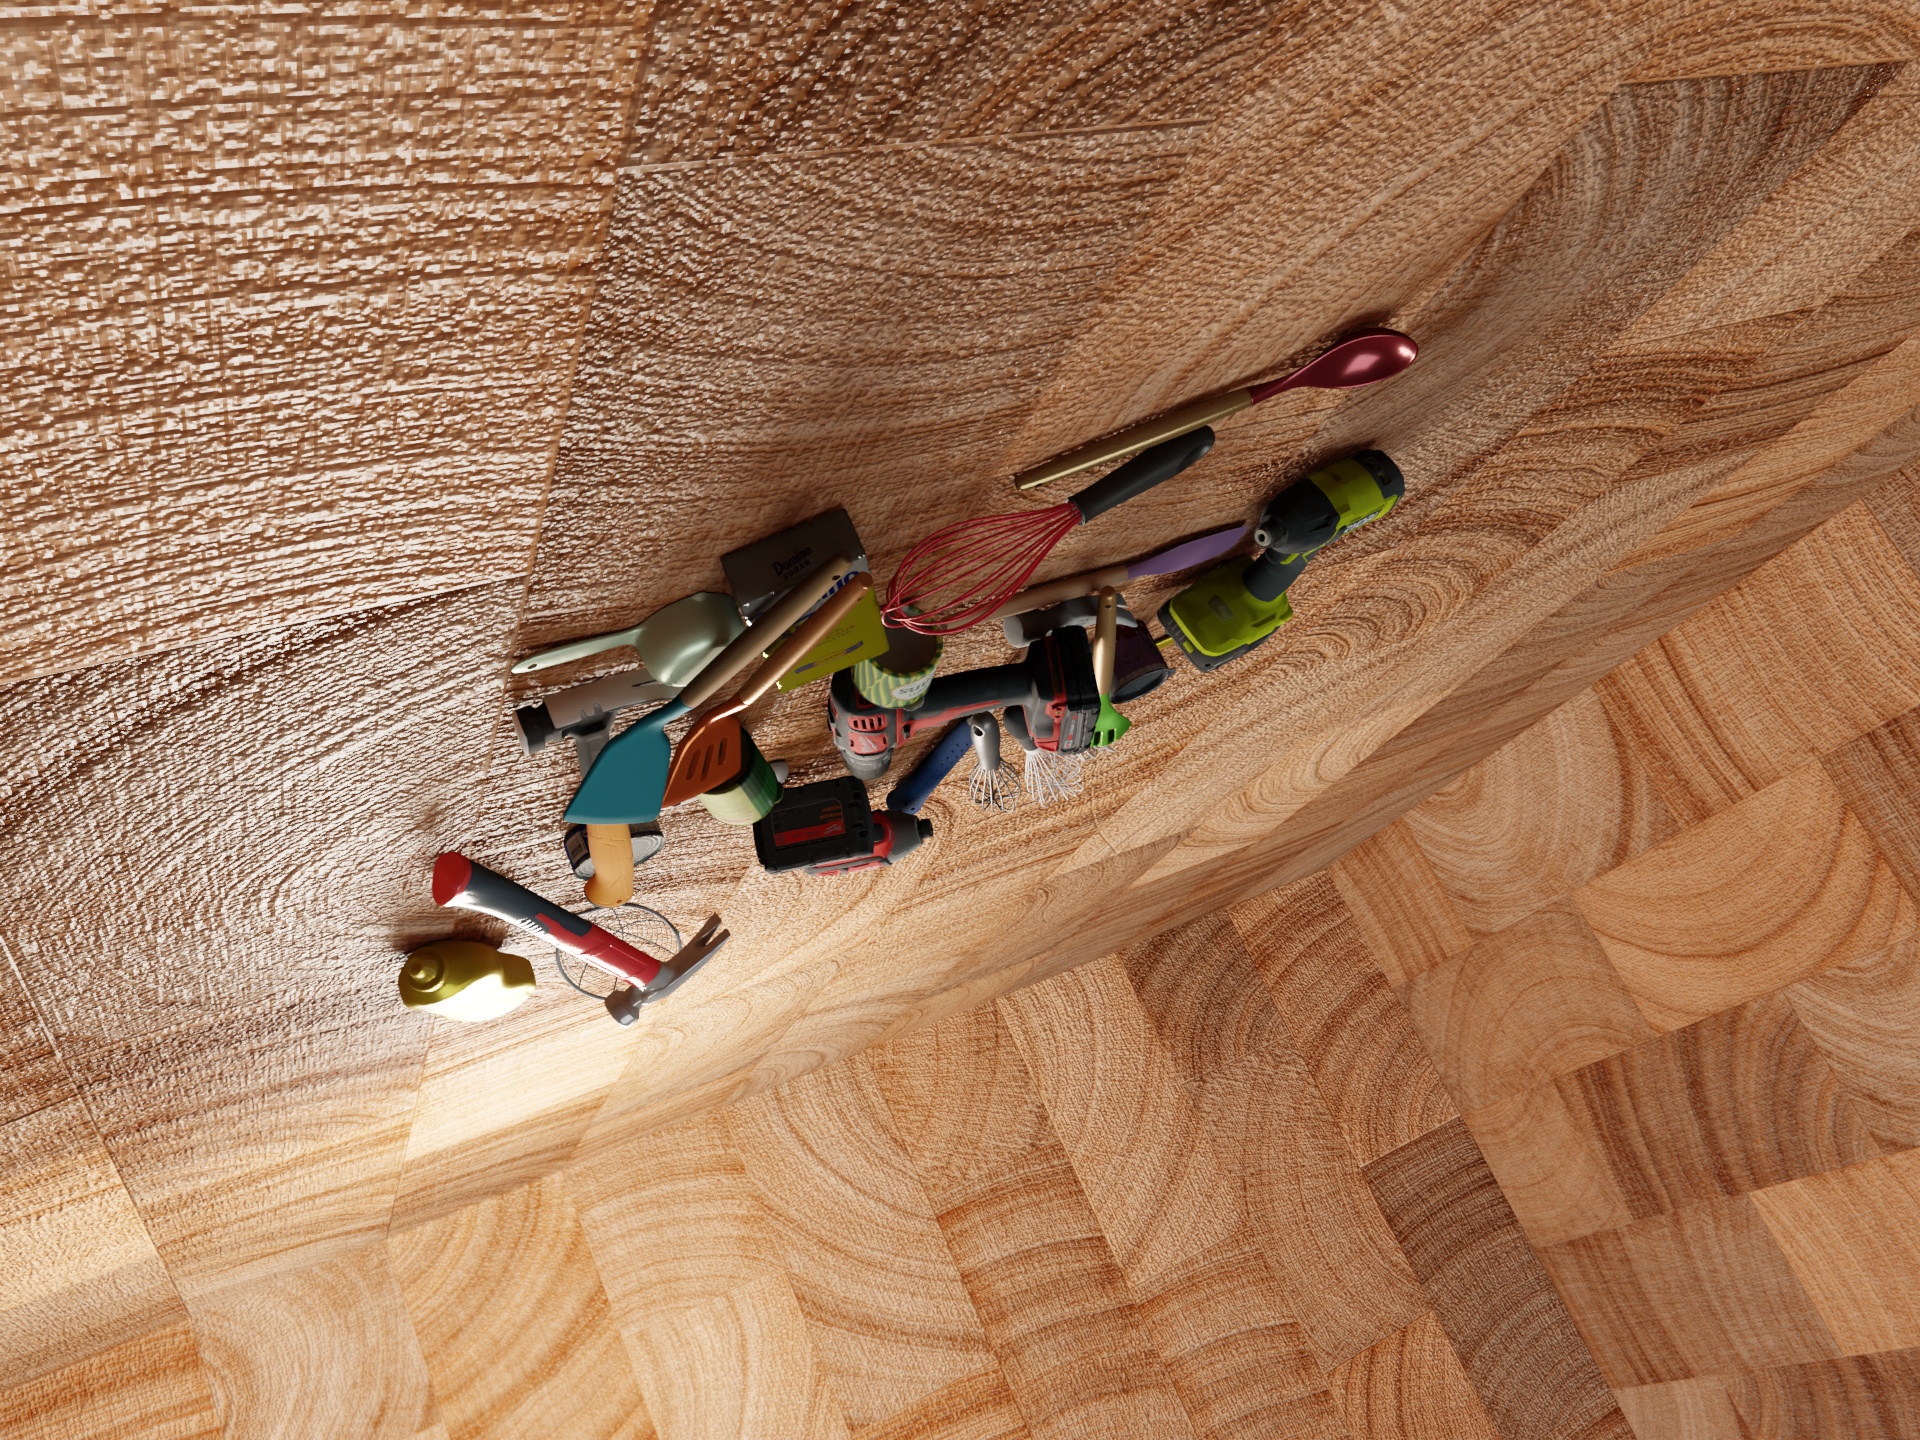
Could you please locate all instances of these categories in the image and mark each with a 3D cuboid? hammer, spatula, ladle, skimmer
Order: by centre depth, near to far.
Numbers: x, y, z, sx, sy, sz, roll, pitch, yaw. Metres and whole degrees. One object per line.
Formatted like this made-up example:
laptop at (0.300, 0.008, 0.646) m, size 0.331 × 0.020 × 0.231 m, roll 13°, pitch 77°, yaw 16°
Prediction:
spatula at (-0.168, -0.018, 1.093) m, size 0.082 × 0.044 × 0.317 m, roll 4°, pitch 148°, yaw -45°
spatula at (-0.137, -0.020, 1.132) m, size 0.081 × 0.041 × 0.322 m, roll -26°, pitch 173°, yaw -39°
ladle at (0.185, -0.224, 1.152) m, size 0.315 × 0.031 × 0.069 m, roll -21°, pitch 160°, yaw -8°
hammer at (-0.277, 0.066, 1.269) m, size 0.127 × 0.034 × 0.336 m, roll -19°, pitch 154°, yaw -19°
spatula at (0.120, -0.121, 1.377) m, size 0.316 × 0.018 × 0.059 m, roll -18°, pitch 162°, yaw -27°
hammer at (-0.344, 0.183, 1.450) m, size 0.143 × 0.038 × 0.386 m, roll -40°, pitch 151°, yaw -2°
skimmer at (-0.381, 0.209, 1.512) m, size 0.127 × 0.090 × 0.363 m, roll -29°, pitch 163°, yaw 6°
hammer at (0.027, -0.007, 1.552) m, size 0.144 × 0.035 × 0.405 m, roll -14°, pitch 160°, yaw -33°

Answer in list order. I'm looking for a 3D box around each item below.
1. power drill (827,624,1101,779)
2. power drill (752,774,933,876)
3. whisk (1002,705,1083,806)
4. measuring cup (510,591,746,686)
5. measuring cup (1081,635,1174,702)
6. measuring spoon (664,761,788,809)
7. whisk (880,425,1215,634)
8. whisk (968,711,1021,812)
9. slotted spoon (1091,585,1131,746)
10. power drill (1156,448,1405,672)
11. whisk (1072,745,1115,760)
power drill at (-0.002, -0.004, 1.380) m, size 0.226 × 0.080 × 0.187 m, roll -7°, pitch 157°, yaw -5°
power drill at (-0.115, 0.114, 1.602) m, size 0.143 × 0.079 × 0.219 m, roll -12°, pitch 168°, yaw 10°
whisk at (0.085, 0.033, 1.730) m, size 0.070 × 0.070 × 0.284 m, roll -27°, pitch 158°, yaw 4°
measuring cup at (-0.222, -0.042, 1.085) m, size 0.167 × 0.038 × 0.083 m, roll -17°, pitch 161°, yaw -33°
measuring cup at (0.179, -0.053, 1.641) m, size 0.156 × 0.029 × 0.062 m, roll -25°, pitch 163°, yaw 3°
measuring spoon at (-0.213, 0.065, 1.452) m, size 0.124 × 0.018 × 0.034 m, roll -18°, pitch 162°, yaw -21°
whisk at (0.068, -0.143, 1.153) m, size 0.296 × 0.073 × 0.073 m, roll -31°, pitch 165°, yaw -16°
whisk at (0.030, 0.041, 1.560) m, size 0.055 × 0.055 × 0.238 m, roll -24°, pitch 159°, yaw -5°
slotted spoon at (0.129, -0.041, 1.466) m, size 0.070 × 0.031 × 0.313 m, roll -2°, pitch 155°, yaw 2°
power drill at (0.276, -0.141, 1.417) m, size 0.171 × 0.080 × 0.223 m, roll -27°, pitch 164°, yaw -36°
whisk at (0.117, 0.011, 1.678) m, size 0.058 × 0.059 × 0.246 m, roll -61°, pitch 161°, yaw 5°
